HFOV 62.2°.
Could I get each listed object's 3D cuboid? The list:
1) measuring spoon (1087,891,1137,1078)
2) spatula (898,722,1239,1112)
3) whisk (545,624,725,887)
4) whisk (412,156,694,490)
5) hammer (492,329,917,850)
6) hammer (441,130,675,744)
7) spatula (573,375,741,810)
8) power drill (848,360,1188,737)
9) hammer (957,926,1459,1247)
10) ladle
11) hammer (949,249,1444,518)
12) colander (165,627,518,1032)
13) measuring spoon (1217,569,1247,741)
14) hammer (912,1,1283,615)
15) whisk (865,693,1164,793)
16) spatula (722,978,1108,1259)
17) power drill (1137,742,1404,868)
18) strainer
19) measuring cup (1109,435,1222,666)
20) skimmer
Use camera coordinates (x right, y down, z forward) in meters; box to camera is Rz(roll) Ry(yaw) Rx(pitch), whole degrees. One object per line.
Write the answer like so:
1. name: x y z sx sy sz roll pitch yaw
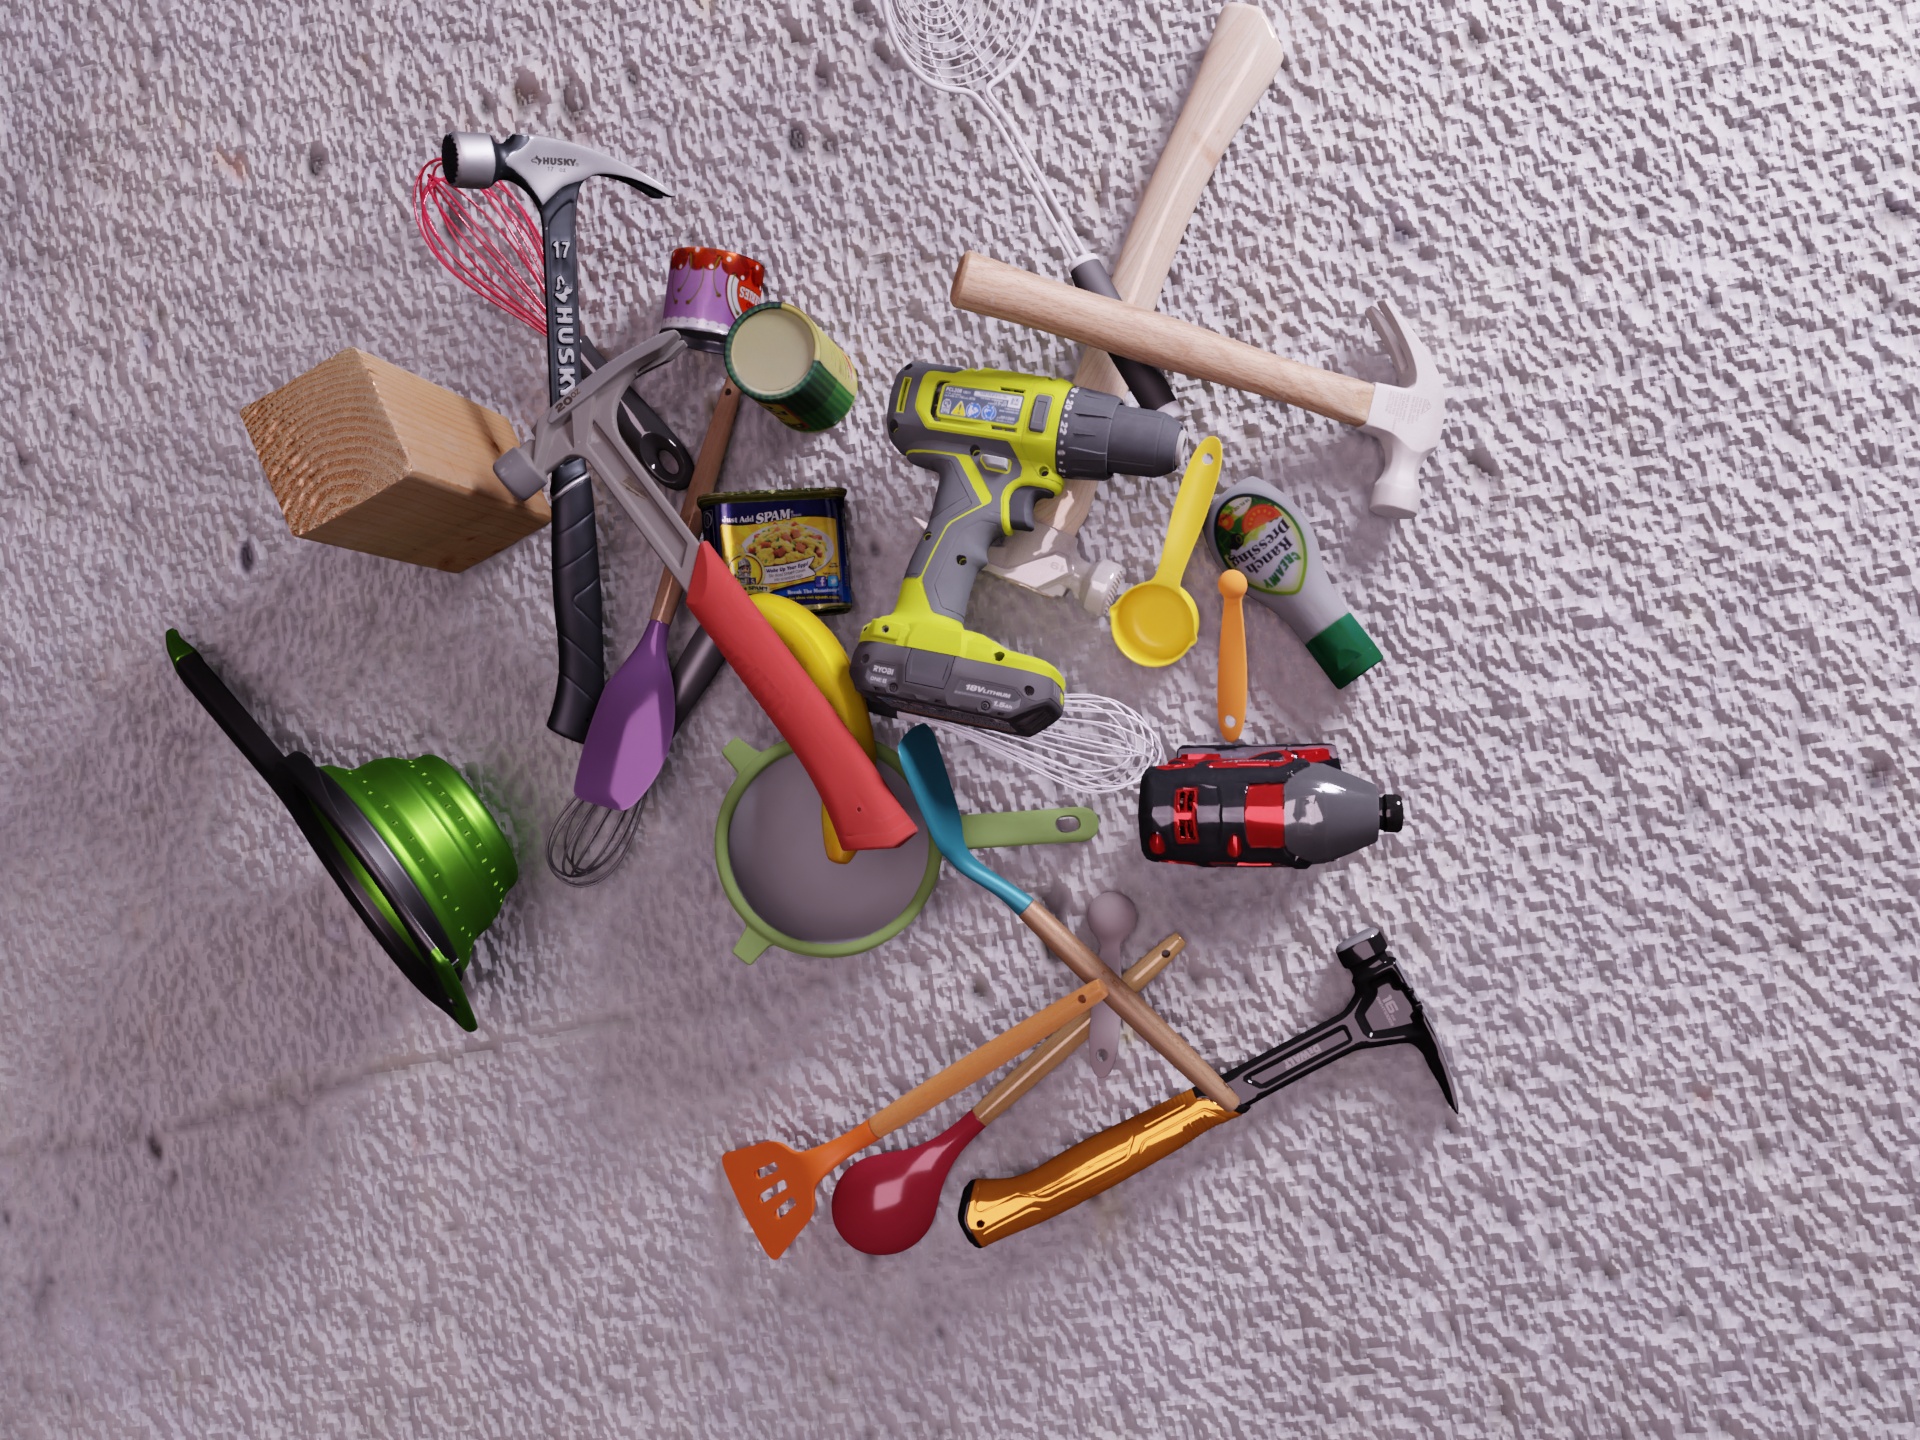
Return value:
1. measuring spoon: 0.096 0.173 1.053 0.034 0.018 0.124 -1 73 19
2. spatula: 0.068 0.131 1.017 0.317 0.082 0.044 44 106 1
3. whisk: -0.218 0.012 1.117 0.055 0.055 0.239 32 90 9
4. whisk: -0.287 -0.280 1.130 0.073 0.073 0.296 -40 89 7
5. hammer: -0.138 -0.070 1.009 0.149 0.036 0.359 -37 84 1
6. hammer: -0.262 -0.180 1.080 0.036 0.149 0.408 20 114 52
7. spatula: -0.199 -0.091 1.104 0.060 0.018 0.316 14 82 9
8. power drill: 0.032 -0.111 1.014 0.190 0.080 0.228 11 83 15
9. hammer: 0.153 0.267 1.044 0.337 0.034 0.127 -28 83 6
10. ladle: 0.033 0.252 1.075 0.315 0.031 0.069 -43 89 5
11. hammer: 0.155 -0.234 1.007 0.331 0.031 0.130 15 86 -12
12. colander: -0.428 0.042 1.124 0.094 0.204 0.397 -36 63 -26
13. measuring spoon: 0.177 -0.041 1.047 0.021 0.011 0.117 8 109 33
14. hammer: 0.106 -0.285 1.071 0.146 0.038 0.410 22 92 11
15. whisk: -0.002 -0.004 1.073 0.284 0.070 0.070 12 91 15
16. spatula: -0.034 0.254 1.047 0.322 0.041 0.081 -35 75 17
17. power drill: 0.184 0.053 0.954 0.143 0.219 0.078 -1 89 10
18. strainer: -0.037 0.083 1.080 0.256 0.069 0.151 -4 76 -8
19. measuring cup: 0.144 -0.111 1.044 0.062 0.029 0.156 21 107 15
20. skimmer: 0.061 -0.360 1.020 0.127 0.090 0.363 -25 84 -26
